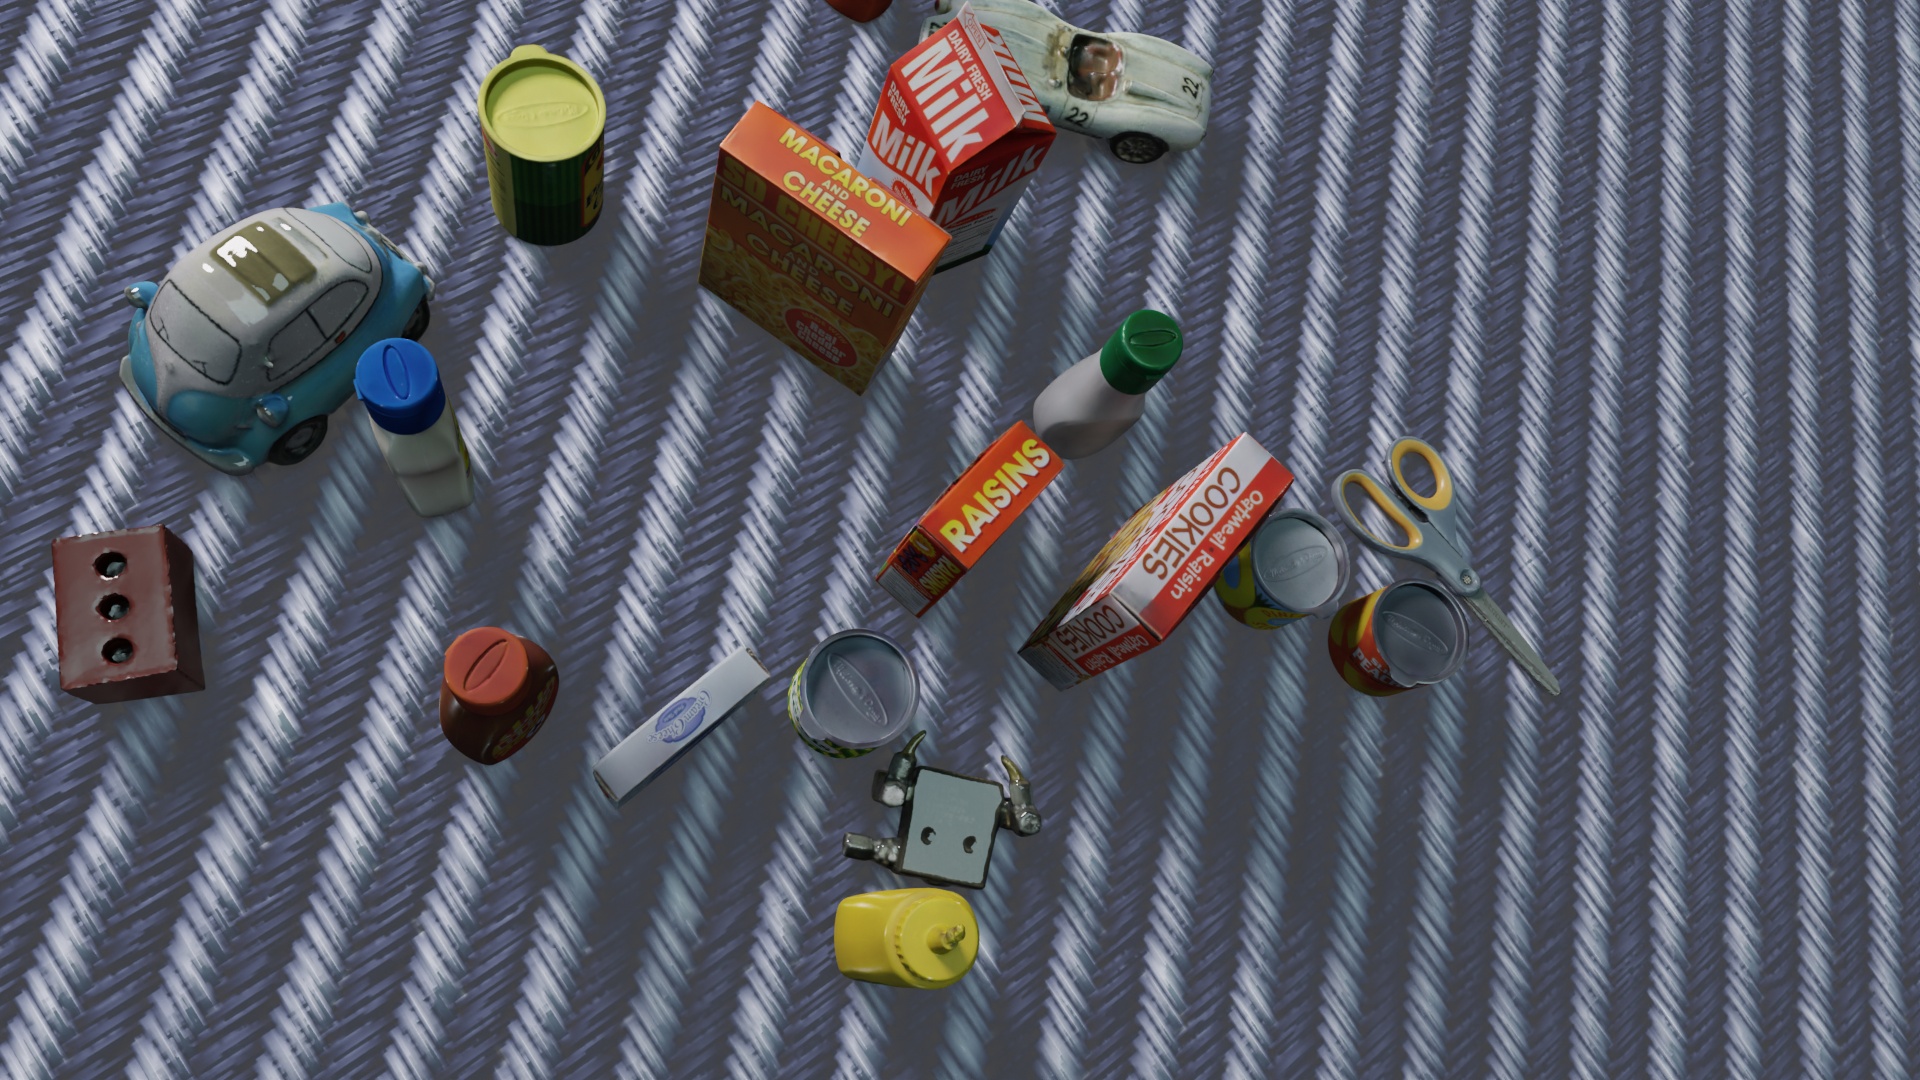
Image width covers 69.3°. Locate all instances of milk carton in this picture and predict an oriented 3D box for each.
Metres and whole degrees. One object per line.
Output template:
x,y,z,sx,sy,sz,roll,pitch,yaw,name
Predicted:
-0.005,-0.227,0.808,0.074,0.190,0.072,-25,83,-19,milk carton

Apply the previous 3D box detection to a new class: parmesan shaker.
-0.237,-0.222,0.792,0.071,0.102,0.071,4,74,-14,parmesan shaker

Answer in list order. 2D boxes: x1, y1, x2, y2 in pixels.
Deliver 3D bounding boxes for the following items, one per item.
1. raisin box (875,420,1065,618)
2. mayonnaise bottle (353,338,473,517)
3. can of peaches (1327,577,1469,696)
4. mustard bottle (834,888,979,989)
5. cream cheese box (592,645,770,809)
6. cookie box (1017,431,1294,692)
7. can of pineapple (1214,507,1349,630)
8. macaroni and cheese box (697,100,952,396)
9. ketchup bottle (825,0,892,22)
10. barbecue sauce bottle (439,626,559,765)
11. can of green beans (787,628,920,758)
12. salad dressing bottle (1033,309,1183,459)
0.003,-0.010,0.785,0.040,0.123,0.086,44,69,0,raisin box
-0.279,-0.059,0.712,0.041,0.147,0.065,-17,80,-18,mayonnaise bottle
0.272,0.064,0.871,0.071,0.058,0.071,4,74,-14,can of peaches
-0.023,0.201,0.700,0.065,0.159,0.049,1,75,-14,mustard bottle
-0.152,0.101,0.751,0.104,0.053,0.024,-40,88,-21,cream cheese box
0.106,0.017,0.781,0.040,0.167,0.123,42,69,-1,cookie box
0.199,0.021,0.863,0.071,0.057,0.071,4,74,-14,can of pineapple
-0.082,-0.158,0.781,0.124,0.166,0.040,35,70,-4,macaroni and cheese box
-0.058,-0.389,0.861,0.065,0.148,0.044,46,70,1,ketchup bottle
-0.230,0.074,0.688,0.043,0.148,0.065,36,70,-3,barbecue sauce bottle
-0.061,0.087,0.777,0.071,0.057,0.071,4,74,-14,can of green beans
0.087,-0.090,0.817,0.064,0.147,0.044,-8,78,-16,salad dressing bottle
